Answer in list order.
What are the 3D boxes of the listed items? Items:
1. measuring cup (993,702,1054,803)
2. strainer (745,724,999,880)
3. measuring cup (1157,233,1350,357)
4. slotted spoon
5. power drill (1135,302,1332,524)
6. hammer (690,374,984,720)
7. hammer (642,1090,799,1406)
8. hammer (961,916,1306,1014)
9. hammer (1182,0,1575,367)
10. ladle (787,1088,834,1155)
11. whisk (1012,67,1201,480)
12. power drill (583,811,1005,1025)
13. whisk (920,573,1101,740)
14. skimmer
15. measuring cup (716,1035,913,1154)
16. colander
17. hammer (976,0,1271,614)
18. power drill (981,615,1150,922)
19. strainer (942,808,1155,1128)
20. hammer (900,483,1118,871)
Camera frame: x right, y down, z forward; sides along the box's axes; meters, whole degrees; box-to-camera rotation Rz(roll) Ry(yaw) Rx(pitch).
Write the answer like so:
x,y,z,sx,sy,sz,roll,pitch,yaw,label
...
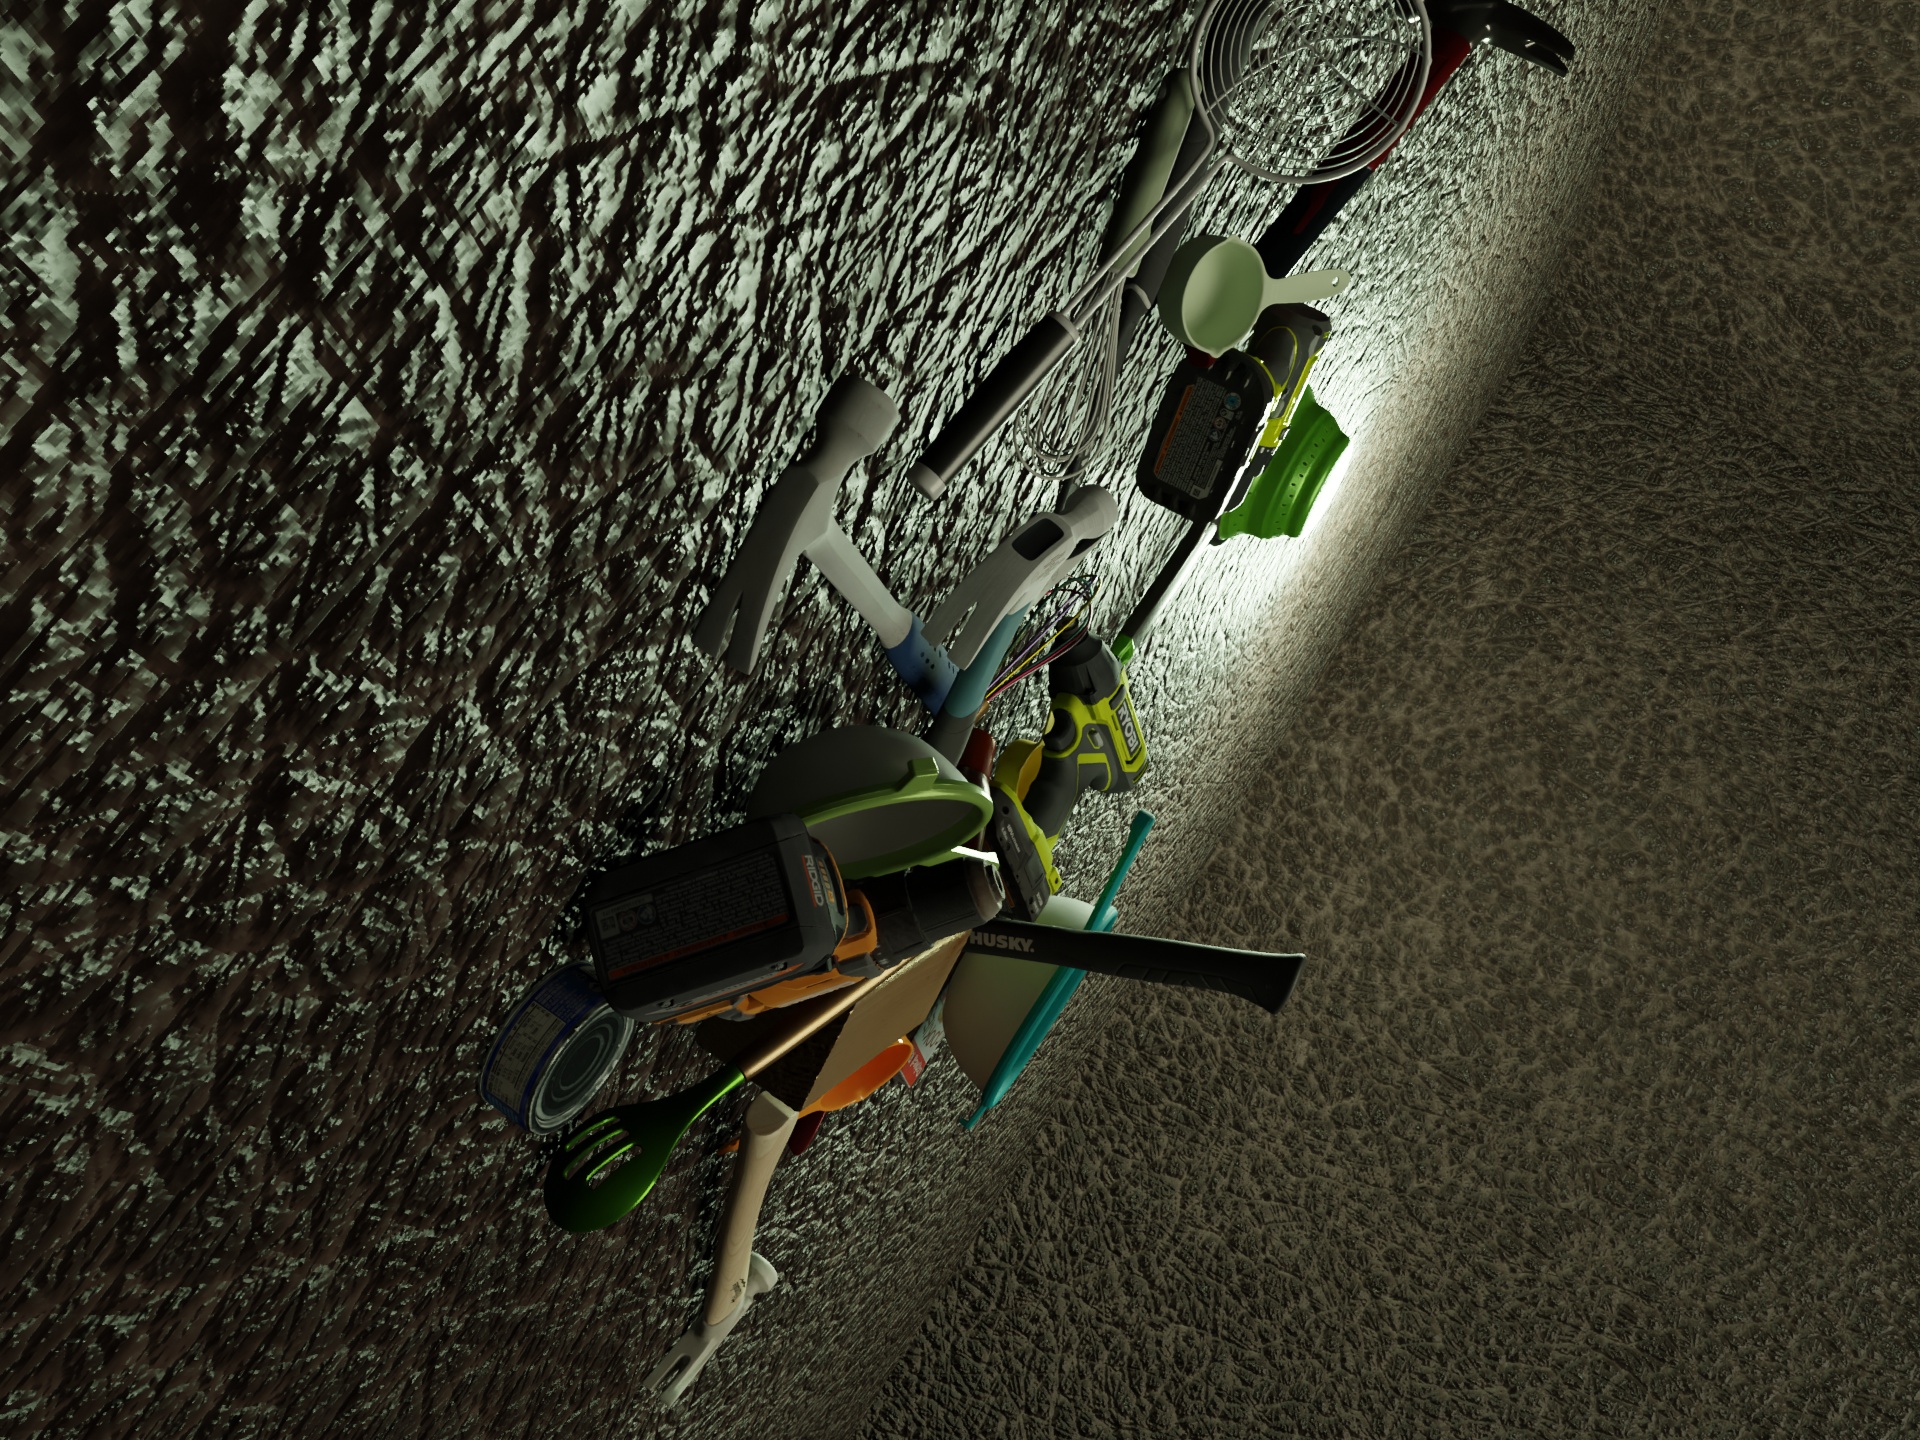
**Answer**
x,y,z,sx,sy,sz,roll,pitch,yaw,label
0.066,-0.003,1.361,0.062,0.029,0.156,26,82,-65,measuring cup
-0.040,0.051,0.955,0.151,0.069,0.256,-22,161,19,strainer
0.204,-0.303,1.110,0.167,0.038,0.083,-16,124,-33,measuring cup
-0.113,0.192,0.950,0.314,0.070,0.031,-34,136,-22,slotted spoon
0.226,-0.242,1.321,0.228,0.080,0.190,-39,154,-57,power drill
-0.044,-0.051,0.912,0.144,0.035,0.405,-59,164,-5,hammer
-0.183,0.416,1.264,0.146,0.038,0.410,-45,161,-39,hammer
0.084,0.161,1.159,0.035,0.335,0.146,-25,117,-63,hammer
0.297,-0.400,1.179,0.386,0.143,0.038,-51,162,-14,hammer
-0.062,0.239,1.376,0.315,0.031,0.069,-52,-174,-33,ladle
0.090,-0.258,0.937,0.058,0.059,0.246,-118,-135,-63,whisk
-0.080,0.108,0.861,0.185,0.084,0.226,-19,165,8,power drill
0.025,-0.029,1.155,0.245,0.047,0.051,-47,148,-26,whisk
0.103,-0.260,0.855,0.363,0.127,0.090,-49,-163,-5,skimmer
-0.123,0.279,1.248,0.173,0.052,0.095,-24,152,-22,measuring cup
0.276,-0.182,1.539,0.397,0.094,0.204,-55,163,-18,colander
0.111,-0.255,1.024,0.149,0.036,0.408,-39,154,-54,hammer
0.068,0.038,1.288,0.223,0.080,0.171,-52,135,-34,power drill
0.067,0.186,1.389,0.211,0.095,0.340,-42,160,-52,strainer
-0.002,-0.003,0.992,0.128,0.033,0.330,-38,162,-39,hammer
